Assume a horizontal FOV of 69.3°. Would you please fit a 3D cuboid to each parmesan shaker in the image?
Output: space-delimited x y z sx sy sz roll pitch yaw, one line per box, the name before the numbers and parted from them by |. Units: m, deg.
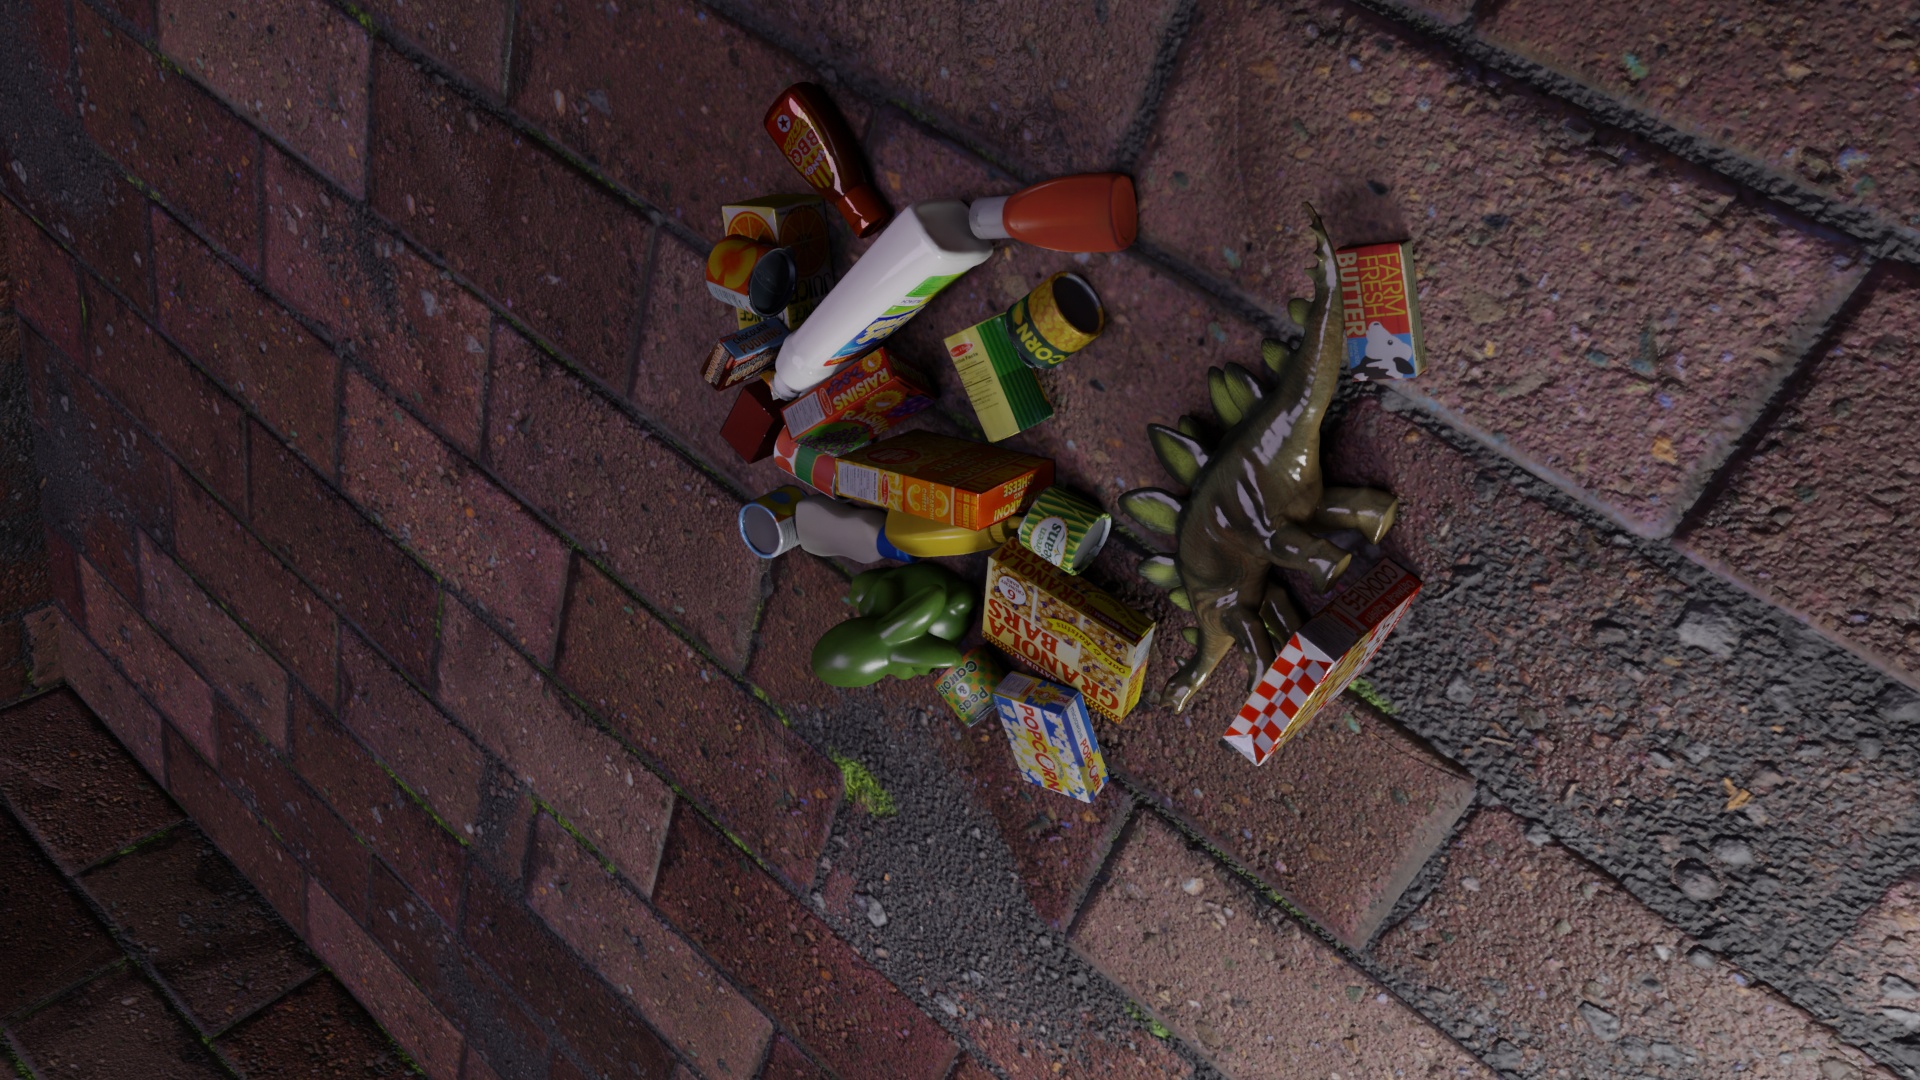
parmesan shaker | 0.034 -0.148 1.260 0.071 0.071 0.103 -18 99 42

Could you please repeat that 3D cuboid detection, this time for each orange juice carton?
orange juice carton | -0.174 -0.241 1.377 0.073 0.072 0.191 11 116 36

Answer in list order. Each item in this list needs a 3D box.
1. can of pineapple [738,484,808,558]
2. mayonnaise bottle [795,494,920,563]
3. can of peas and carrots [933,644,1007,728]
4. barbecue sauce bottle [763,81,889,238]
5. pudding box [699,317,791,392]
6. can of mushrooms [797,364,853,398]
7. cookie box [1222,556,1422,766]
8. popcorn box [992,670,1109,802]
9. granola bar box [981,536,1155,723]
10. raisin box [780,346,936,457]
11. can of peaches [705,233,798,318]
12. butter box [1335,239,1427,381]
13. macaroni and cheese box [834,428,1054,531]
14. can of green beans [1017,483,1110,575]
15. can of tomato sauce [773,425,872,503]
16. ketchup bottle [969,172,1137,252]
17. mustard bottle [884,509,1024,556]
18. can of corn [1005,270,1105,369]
can of pineapple | -0.200 -0.021 1.510 0.071 0.058 0.070 17 120 32
mayonnaise bottle | -0.105 -0.007 1.454 0.148 0.041 0.064 12 119 33
can of peas and carrots | 0.014 0.148 1.409 0.059 0.071 0.070 50 132 10
barbecue sauce bottle | -0.122 -0.353 1.303 0.064 0.044 0.148 -38 85 42
pudding box | -0.203 -0.178 1.322 0.030 0.084 0.049 46 131 9
can of mushrooms | -0.125 -0.153 1.385 0.033 0.071 0.070 46 131 13
cookie box | 0.289 0.094 1.098 0.040 0.168 0.122 41 130 20
popcorn box | 0.089 0.193 1.365 0.085 0.038 0.126 12 135 38
granola bar box | 0.099 0.084 1.312 0.166 0.039 0.123 32 144 23
raisin box | -0.097 -0.130 1.327 0.123 0.086 0.040 -29 69 19
can of peaches | -0.194 -0.249 1.296 0.058 0.071 0.071 24 123 30
butter box | 0.317 -0.174 1.048 0.053 0.024 0.103 0 110 38
macaroni and cheese box | -0.014 -0.059 1.298 0.166 0.124 0.040 16 116 33
can of green beans | 0.096 -0.010 1.273 0.058 0.071 0.071 32 127 23
can of tomato sauce | -0.139 -0.087 1.425 0.083 0.071 0.070 29 126 26
ketchup bottle | 0.076 -0.277 1.180 0.149 0.044 0.064 7 113 37
mustard bottle | 0.005 -0.017 1.345 0.160 0.065 0.048 1 151 31
can of corn | 0.082 -0.189 1.198 0.058 0.071 0.071 -33 88 42
